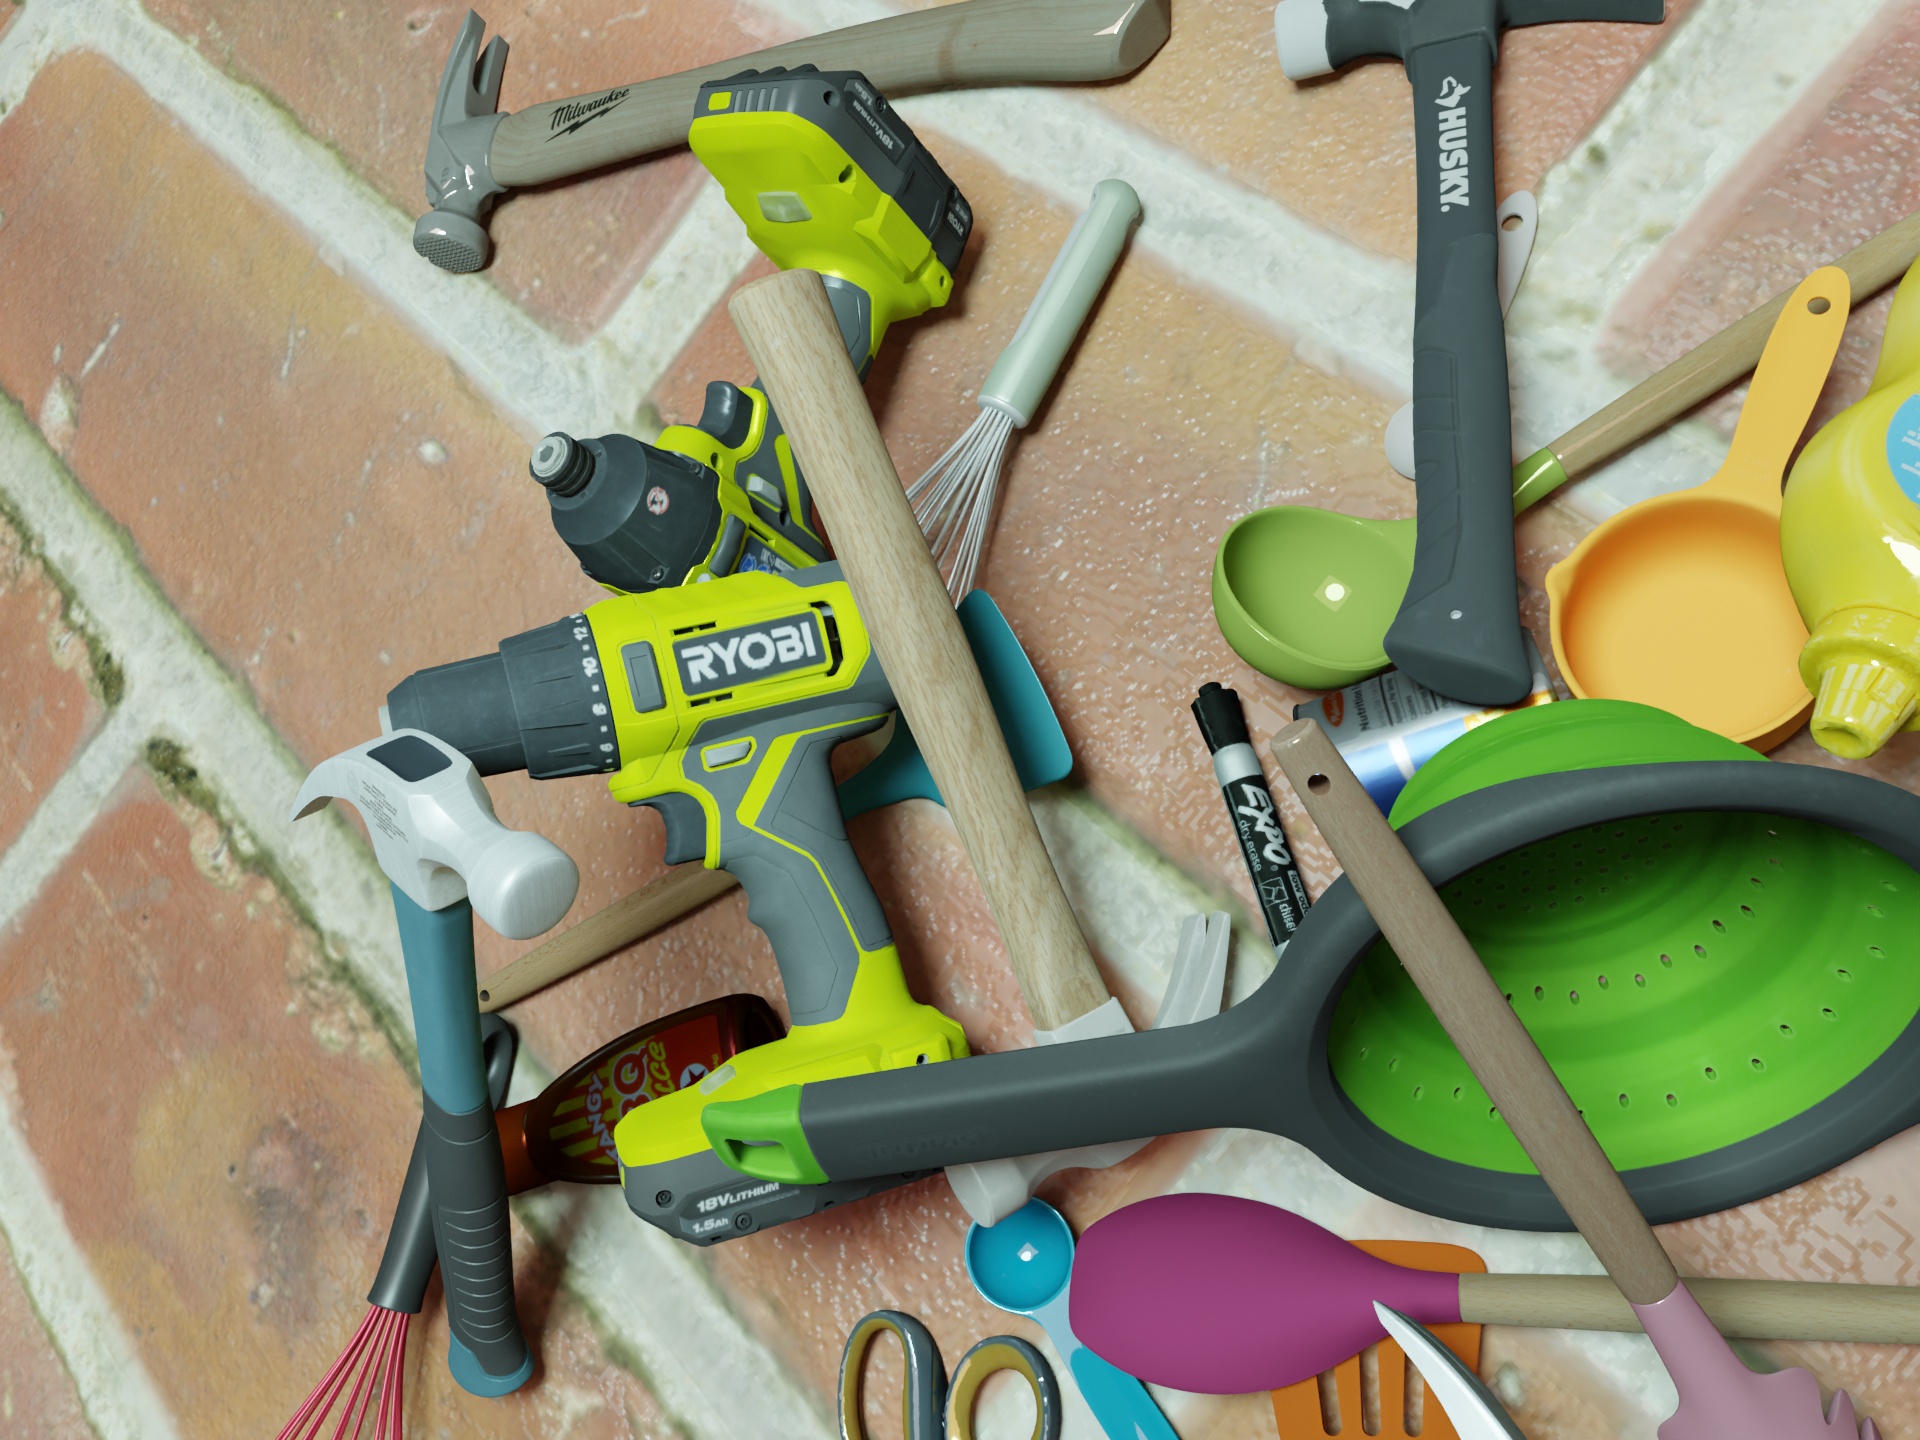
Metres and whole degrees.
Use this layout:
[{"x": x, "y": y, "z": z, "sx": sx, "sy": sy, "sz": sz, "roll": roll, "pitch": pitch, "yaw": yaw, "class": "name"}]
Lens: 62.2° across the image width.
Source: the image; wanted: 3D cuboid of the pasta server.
[{"x": 0.170, "y": 0.126, "z": 0.427, "sx": 0.060, "sy": 0.040, "sz": 0.316, "roll": -32, "pitch": 102, "yaw": 14, "class": "pasta server"}]

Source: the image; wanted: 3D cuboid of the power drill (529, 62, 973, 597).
[{"x": -0.083, "y": -0.146, "z": 0.657, "sx": 0.080, "sy": 0.171, "sz": 0.223, "roll": 10, "pitch": 76, "yaw": 33, "class": "power drill"}]

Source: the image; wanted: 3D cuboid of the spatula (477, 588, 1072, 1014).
[{"x": -0.097, "y": 0.056, "z": 0.676, "sx": 0.317, "sy": 0.044, "sz": 0.082, "roll": -29, "pitch": 80, "yaw": 17, "class": "spatula"}]

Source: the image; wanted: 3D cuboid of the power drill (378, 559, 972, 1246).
[{"x": -0.093, "y": 0.063, "z": 0.582, "sx": 0.190, "sy": 0.080, "sz": 0.228, "roll": -14, "pitch": 90, "yaw": -16, "class": "power drill"}]

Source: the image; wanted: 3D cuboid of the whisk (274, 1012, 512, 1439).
[{"x": -0.250, "y": 0.270, "z": 0.680, "sx": 0.073, "sy": 0.073, "sz": 0.296, "roll": 9, "pitch": 74, "yaw": 27, "class": "whisk"}]

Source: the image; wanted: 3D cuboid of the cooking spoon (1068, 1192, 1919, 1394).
[{"x": 0.187, "y": 0.186, "z": 0.510, "sx": 0.319, "sy": 0.017, "sz": 0.069, "roll": -5, "pitch": 52, "yaw": 20, "class": "cooking spoon"}]

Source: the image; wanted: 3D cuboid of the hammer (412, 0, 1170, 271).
[{"x": -0.097, "y": -0.323, "z": 0.789, "sx": 0.411, "sy": 0.038, "sz": 0.146, "roll": -2, "pitch": 73, "yaw": 24, "class": "hammer"}]

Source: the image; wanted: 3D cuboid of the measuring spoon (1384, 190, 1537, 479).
[{"x": 0.195, "y": -0.151, "z": 0.612, "sx": 0.034, "sy": 0.018, "sz": 0.124, "roll": 19, "pitch": 84, "yaw": 28, "class": "measuring spoon"}]

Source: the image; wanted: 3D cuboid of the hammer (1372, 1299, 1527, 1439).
[{"x": 0.009, "y": 0.319, "z": 0.513, "sx": 0.405, "sy": 0.035, "sz": 0.144, "roll": -30, "pitch": 49, "yaw": 20, "class": "hammer"}]

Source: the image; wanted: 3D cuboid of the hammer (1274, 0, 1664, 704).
[{"x": 0.184, "y": -0.156, "z": 0.570, "sx": 0.146, "sy": 0.035, "sz": 0.335, "roll": -4, "pitch": 60, "yaw": 22, "class": "hammer"}]

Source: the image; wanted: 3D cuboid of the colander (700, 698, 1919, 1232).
[{"x": 0.113, "y": 0.076, "z": 0.499, "sx": 0.397, "sy": 0.204, "sz": 0.095, "roll": -11, "pitch": 40, "yaw": 10, "class": "colander"}]

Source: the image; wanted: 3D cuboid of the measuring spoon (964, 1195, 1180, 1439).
[{"x": 0.048, "y": 0.230, "z": 0.577, "sx": 0.042, "sy": 0.021, "sz": 0.129, "roll": -38, "pitch": 72, "yaw": 5, "class": "measuring spoon"}]

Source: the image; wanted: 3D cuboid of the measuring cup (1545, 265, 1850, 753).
[{"x": 0.263, "y": -0.066, "z": 0.538, "sx": 0.095, "sy": 0.052, "sz": 0.173, "roll": 21, "pitch": 83, "yaw": 28, "class": "measuring cup"}]

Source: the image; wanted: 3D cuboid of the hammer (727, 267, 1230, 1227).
[{"x": -0.001, "y": -0.002, "z": 0.563, "sx": 0.130, "sy": 0.031, "sz": 0.331, "roll": -23, "pitch": 92, "yaw": -25, "class": "hammer"}]

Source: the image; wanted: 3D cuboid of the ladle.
[{"x": 0.233, "y": -0.111, "z": 0.563, "sx": 0.320, "sy": 0.062, "sz": 0.078, "roll": -33, "pitch": 61, "yaw": 11, "class": "ladle"}]

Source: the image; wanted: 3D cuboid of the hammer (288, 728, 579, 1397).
[{"x": -0.182, "y": 0.143, "z": 0.579, "sx": 0.128, "sy": 0.033, "sz": 0.330, "roll": 33, "pitch": 133, "yaw": 31, "class": "hammer"}]

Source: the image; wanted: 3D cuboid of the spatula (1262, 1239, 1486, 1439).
[{"x": 0.143, "y": 0.333, "z": 0.497, "sx": 0.081, "sy": 0.041, "sz": 0.323, "roll": -9, "pitch": 76, "yaw": 19, "class": "spatula"}]

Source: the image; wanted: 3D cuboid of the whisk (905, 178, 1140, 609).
[{"x": 0.013, "y": -0.125, "z": 0.676, "sx": 0.059, "sy": 0.058, "sz": 0.246, "roll": 29, "pitch": 84, "yaw": -6, "class": "whisk"}]
